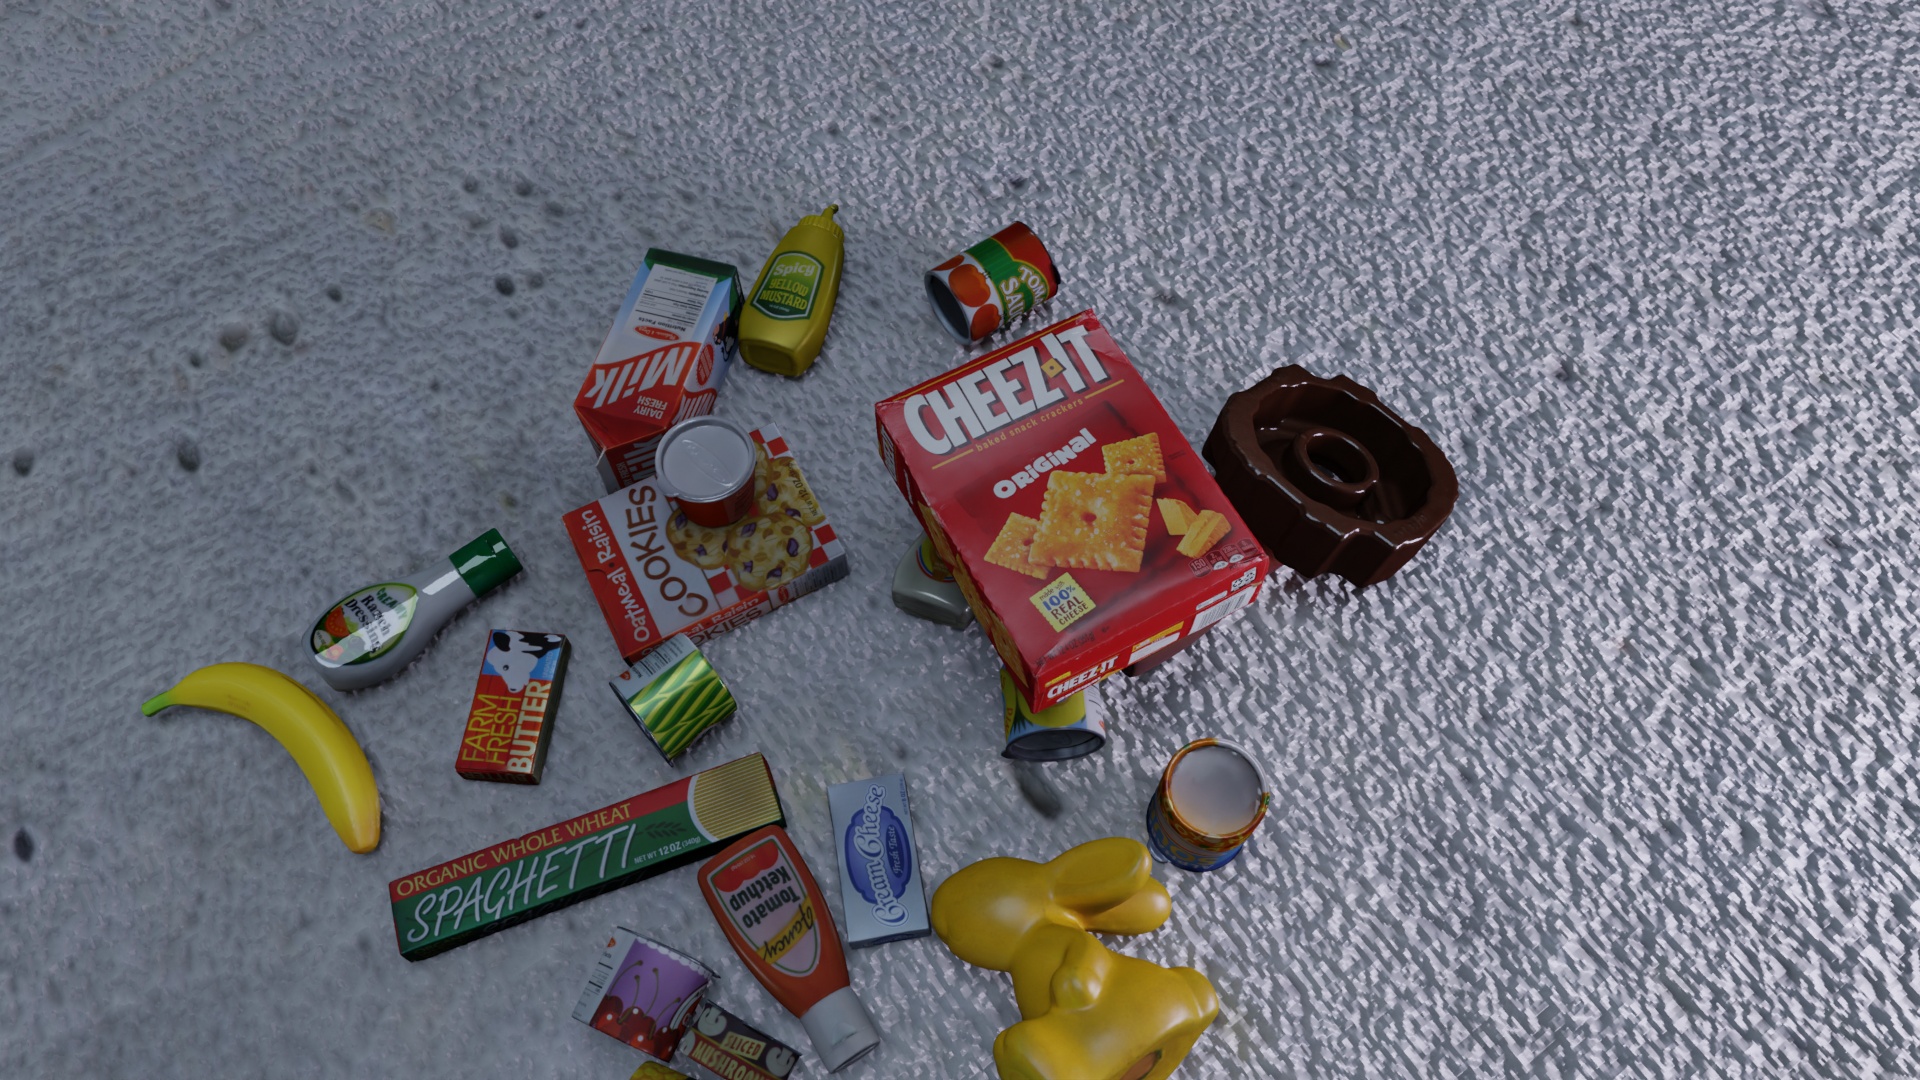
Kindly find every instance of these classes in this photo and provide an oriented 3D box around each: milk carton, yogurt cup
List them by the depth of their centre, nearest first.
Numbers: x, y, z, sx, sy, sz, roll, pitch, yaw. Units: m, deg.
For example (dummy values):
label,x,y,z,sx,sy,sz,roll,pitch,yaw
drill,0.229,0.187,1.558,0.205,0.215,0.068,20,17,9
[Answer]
label,x,y,z,sx,sy,sz,roll,pitch,yaw
yogurt cup,-0.173,-0.045,0.959,0.072,0.053,0.073,0,63,-1
milk carton,-0.226,-0.117,1.031,0.073,0.072,0.191,14,63,7

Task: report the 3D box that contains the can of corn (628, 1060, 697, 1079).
label,x,y,z,sx,sy,sz,roll,pitch,yaw
can of corn,-0.168,0.342,0.804,0.058,0.071,0.071,19,65,10

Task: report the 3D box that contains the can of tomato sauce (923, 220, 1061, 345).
label,x,y,z,sx,sy,sz,roll,pitch,yaw
can of tomato sauce,0.025,-0.197,1.075,0.083,0.071,0.071,-32,68,-14

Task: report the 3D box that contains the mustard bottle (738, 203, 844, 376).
label,x,y,z,sx,sy,sz,roll,pitch,yaw
mustard bottle,-0.125,-0.206,1.089,0.065,0.048,0.161,14,64,5

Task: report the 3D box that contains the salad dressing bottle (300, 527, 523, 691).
label,x,y,z,sx,sy,sz,roll,pitch,yaw
salad dressing bottle,-0.378,0.045,0.964,0.148,0.043,0.064,-35,70,-16

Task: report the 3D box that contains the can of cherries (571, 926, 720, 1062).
label,x,y,z,sx,sy,sz,roll,pitch,yaw
can of cherries,-0.189,0.275,0.837,0.071,0.071,0.058,21,66,10

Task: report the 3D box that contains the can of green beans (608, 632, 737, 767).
label,x,y,z,sx,sy,sz,roll,pitch,yaw
can of green beans,-0.190,0.104,0.923,0.058,0.071,0.071,-37,69,-17

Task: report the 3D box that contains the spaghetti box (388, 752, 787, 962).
label,x,y,z,sx,sy,sz,roll,pitch,yaw
spaghetti box,-0.238,0.203,0.893,0.250,0.028,0.050,-18,64,-9

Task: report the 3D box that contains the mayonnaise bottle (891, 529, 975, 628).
label,x,y,z,sx,sy,sz,roll,pitch,yaw
mayonnaise bottle,0.004,-0.012,0.995,0.065,0.041,0.149,17,65,11

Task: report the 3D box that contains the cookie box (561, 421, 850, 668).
label,x,y,z,sx,sy,sz,roll,pitch,yaw
cookie box,-0.181,0.003,0.988,0.168,0.040,0.123,-25,66,-12

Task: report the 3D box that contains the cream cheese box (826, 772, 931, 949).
label,x,y,z,sx,sy,sz,roll,pitch,yaw
cream cheese box,-0.053,0.206,0.895,0.053,0.024,0.104,-10,63,-4

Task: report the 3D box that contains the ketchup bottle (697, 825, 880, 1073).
label,x,y,z,sx,sy,sz,roll,pitch,yaw
ketchup bottle,-0.102,0.254,0.860,0.065,0.043,0.149,-30,68,-14

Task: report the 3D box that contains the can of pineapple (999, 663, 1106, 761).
label,x,y,z,sx,sy,sz,roll,pitch,yaw
can of pineapple,0.059,0.109,0.920,0.071,0.070,0.058,-3,63,-2

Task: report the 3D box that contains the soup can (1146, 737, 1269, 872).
label,x,y,z,sx,sy,sz,roll,pitch,yaw
soup can,0.154,0.170,0.880,0.071,0.083,0.071,0,64,0

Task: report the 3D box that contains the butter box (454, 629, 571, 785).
label,x,y,z,sx,sy,sz,roll,pitch,yaw
butter box,-0.302,0.112,0.941,0.053,0.024,0.104,5,63,2

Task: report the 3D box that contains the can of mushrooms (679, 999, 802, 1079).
label,x,y,z,sx,sy,sz,roll,pitch,yaw
can of mushrooms,-0.130,0.302,0.820,0.071,0.070,0.033,26,68,12

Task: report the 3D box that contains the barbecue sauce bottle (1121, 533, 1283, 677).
label,x,y,z,sx,sy,sz,roll,pitch,yaw
barbecue sauce bottle,0.163,0.034,0.971,0.149,0.043,0.065,-29,67,-14
